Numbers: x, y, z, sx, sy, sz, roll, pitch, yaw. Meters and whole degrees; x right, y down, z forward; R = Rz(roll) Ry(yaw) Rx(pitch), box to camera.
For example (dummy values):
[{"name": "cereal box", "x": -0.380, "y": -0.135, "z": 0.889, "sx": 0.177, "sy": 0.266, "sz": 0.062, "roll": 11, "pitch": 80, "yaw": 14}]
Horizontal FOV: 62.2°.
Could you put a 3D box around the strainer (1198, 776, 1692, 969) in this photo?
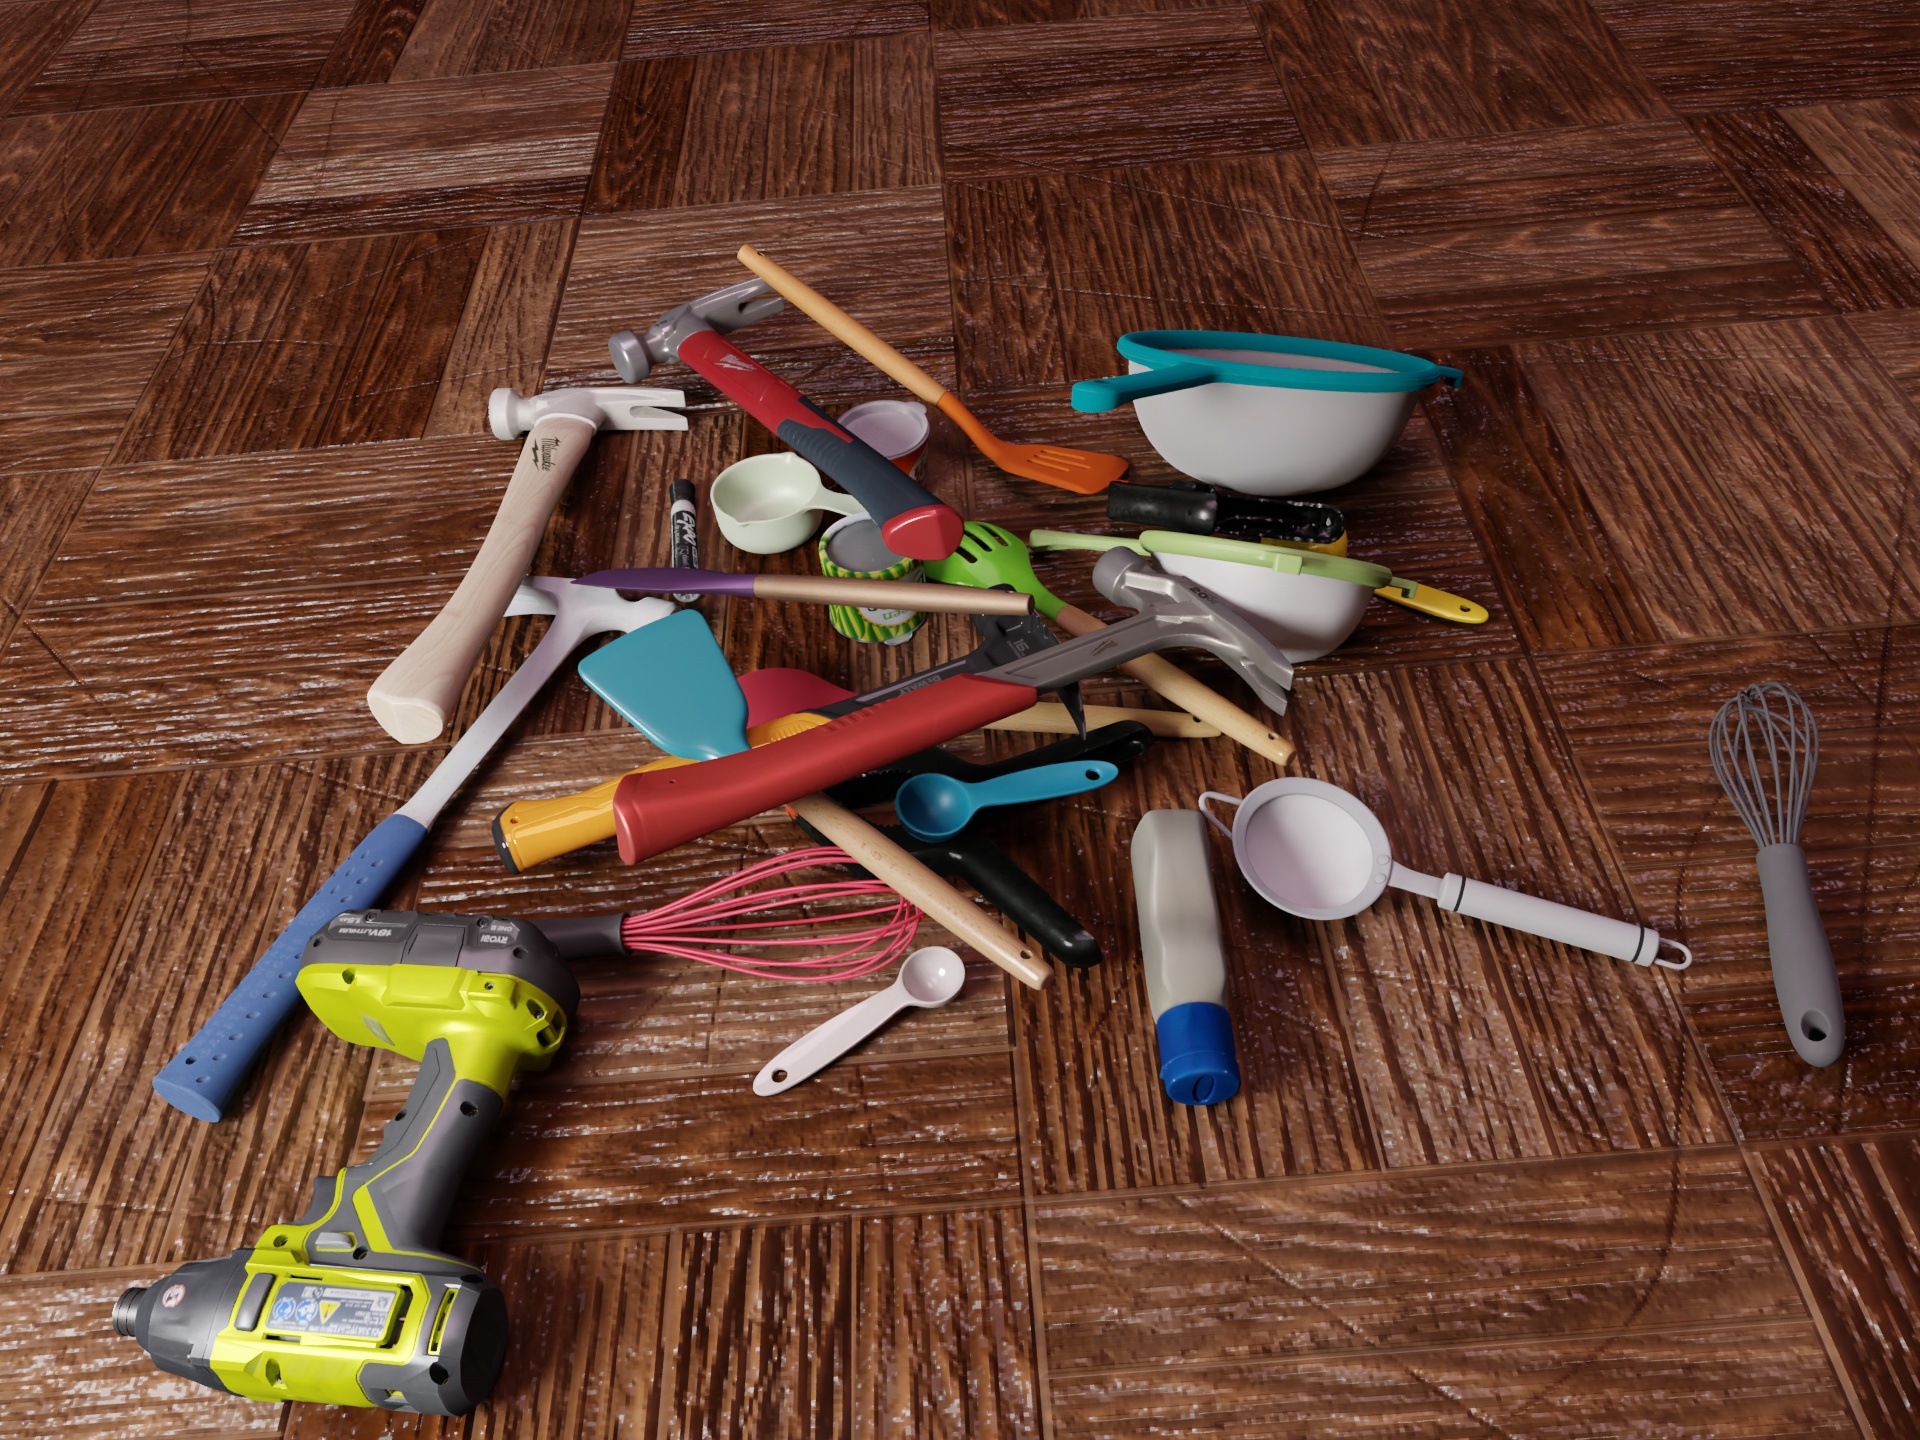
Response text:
[{"name": "strainer", "x": 0.248, "y": 0.090, "z": 0.832, "sx": 0.258, "sy": 0.050, "sz": 0.087, "roll": 16, "pitch": 55, "yaw": 12}]

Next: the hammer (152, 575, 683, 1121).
[{"name": "hammer", "x": -0.320, "y": 0.052, "z": 0.929, "sx": 0.144, "sy": 0.035, "sz": 0.406, "roll": 14, "pitch": 49, "yaw": 18}]

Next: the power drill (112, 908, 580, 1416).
[{"name": "power drill", "x": -0.281, "y": 0.204, "z": 0.752, "sx": 0.171, "sy": 0.080, "sz": 0.223, "roll": 2, "pitch": 49, "yaw": 8}]

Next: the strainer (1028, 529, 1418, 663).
[{"name": "strainer", "x": 0.139, "y": -0.078, "z": 0.988, "sx": 0.256, "sy": 0.069, "sz": 0.151, "roll": 12, "pitch": 6, "yaw": 42}]

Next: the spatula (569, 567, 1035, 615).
[{"name": "spatula", "x": -0.101, "y": -0.082, "z": 0.985, "sx": 0.316, "sy": 0.018, "sz": 0.060, "roll": 6, "pitch": 19, "yaw": 24}]

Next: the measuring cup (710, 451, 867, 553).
[{"name": "measuring cup", "x": -0.090, "y": -0.137, "z": 1.090, "sx": 0.167, "sy": 0.038, "sz": 0.083, "roll": 14, "pitch": 49, "yaw": 16}]

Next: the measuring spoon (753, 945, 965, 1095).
[{"name": "measuring spoon", "x": -0.051, "y": 0.158, "z": 0.817, "sx": 0.124, "sy": 0.018, "sz": 0.034, "roll": -31, "pitch": 52, "yaw": -14}]

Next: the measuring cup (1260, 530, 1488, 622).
[{"name": "measuring cup", "x": 0.264, "y": -0.099, "z": 1.018, "sx": 0.157, "sy": 0.029, "sz": 0.062, "roll": 24, "pitch": 53, "yaw": 29}]

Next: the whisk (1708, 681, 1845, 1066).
[{"name": "whisk", "x": 0.431, "y": 0.072, "z": 0.828, "sx": 0.055, "sy": 0.055, "sz": 0.239, "roll": 4, "pitch": 51, "yaw": 10}]

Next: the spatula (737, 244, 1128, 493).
[{"name": "spatula", "x": -0.027, "y": -0.250, "z": 1.132, "sx": 0.322, "sy": 0.041, "sz": 0.081, "roll": 37, "pitch": 35, "yaw": 7}]

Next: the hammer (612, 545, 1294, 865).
[{"name": "hammer", "x": -0.005, "y": 0.001, "z": 0.819, "sx": 0.359, "sy": 0.036, "sz": 0.149, "roll": -21, "pitch": 44, "yaw": -26}]

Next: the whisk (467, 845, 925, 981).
[{"name": "whisk", "x": -0.158, "y": 0.111, "z": 0.842, "sx": 0.296, "sy": 0.073, "sz": 0.073, "roll": -6, "pitch": 45, "yaw": 8}]

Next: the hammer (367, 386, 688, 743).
[{"name": "hammer", "x": -0.286, "y": -0.120, "z": 1.048, "sx": 0.146, "sy": 0.038, "sz": 0.411, "roll": 0, "pitch": 37, "yaw": 3}]

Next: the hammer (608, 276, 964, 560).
[{"name": "hammer", "x": -0.101, "y": -0.213, "z": 1.087, "sx": 0.143, "sy": 0.038, "sz": 0.387, "roll": -29, "pitch": 44, "yaw": -19}]

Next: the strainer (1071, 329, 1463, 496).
[{"name": "strainer", "x": 0.168, "y": -0.187, "z": 1.017, "sx": 0.211, "sy": 0.095, "sz": 0.340, "roll": 18, "pitch": 25, "yaw": 33}]

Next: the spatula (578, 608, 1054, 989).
[{"name": "spatula", "x": -0.072, "y": 0.040, "z": 0.814, "sx": 0.082, "sy": 0.044, "sz": 0.318, "roll": -31, "pitch": 49, "yaw": -34}]

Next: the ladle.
[{"name": "ladle", "x": -0.002, "y": -0.003, "z": 0.958, "sx": 0.315, "sy": 0.031, "sz": 0.069, "roll": 3, "pitch": 49, "yaw": 6}]

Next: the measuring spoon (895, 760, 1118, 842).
[{"name": "measuring spoon", "x": 0.026, "y": 0.043, "z": 0.867, "sx": 0.128, "sy": 0.021, "sz": 0.042, "roll": -10, "pitch": 52, "yaw": -17}]

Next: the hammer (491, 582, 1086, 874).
[{"name": "hammer", "x": -0.097, "y": 0.017, "z": 0.899, "sx": 0.337, "sy": 0.034, "sz": 0.127, "roll": -21, "pitch": 41, "yaw": -11}]

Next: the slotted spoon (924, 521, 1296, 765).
[{"name": "slotted spoon", "x": 0.084, "y": -0.055, "z": 0.985, "sx": 0.070, "sy": 0.031, "sz": 0.314, "roll": -31, "pitch": 48, "yaw": -28}]
